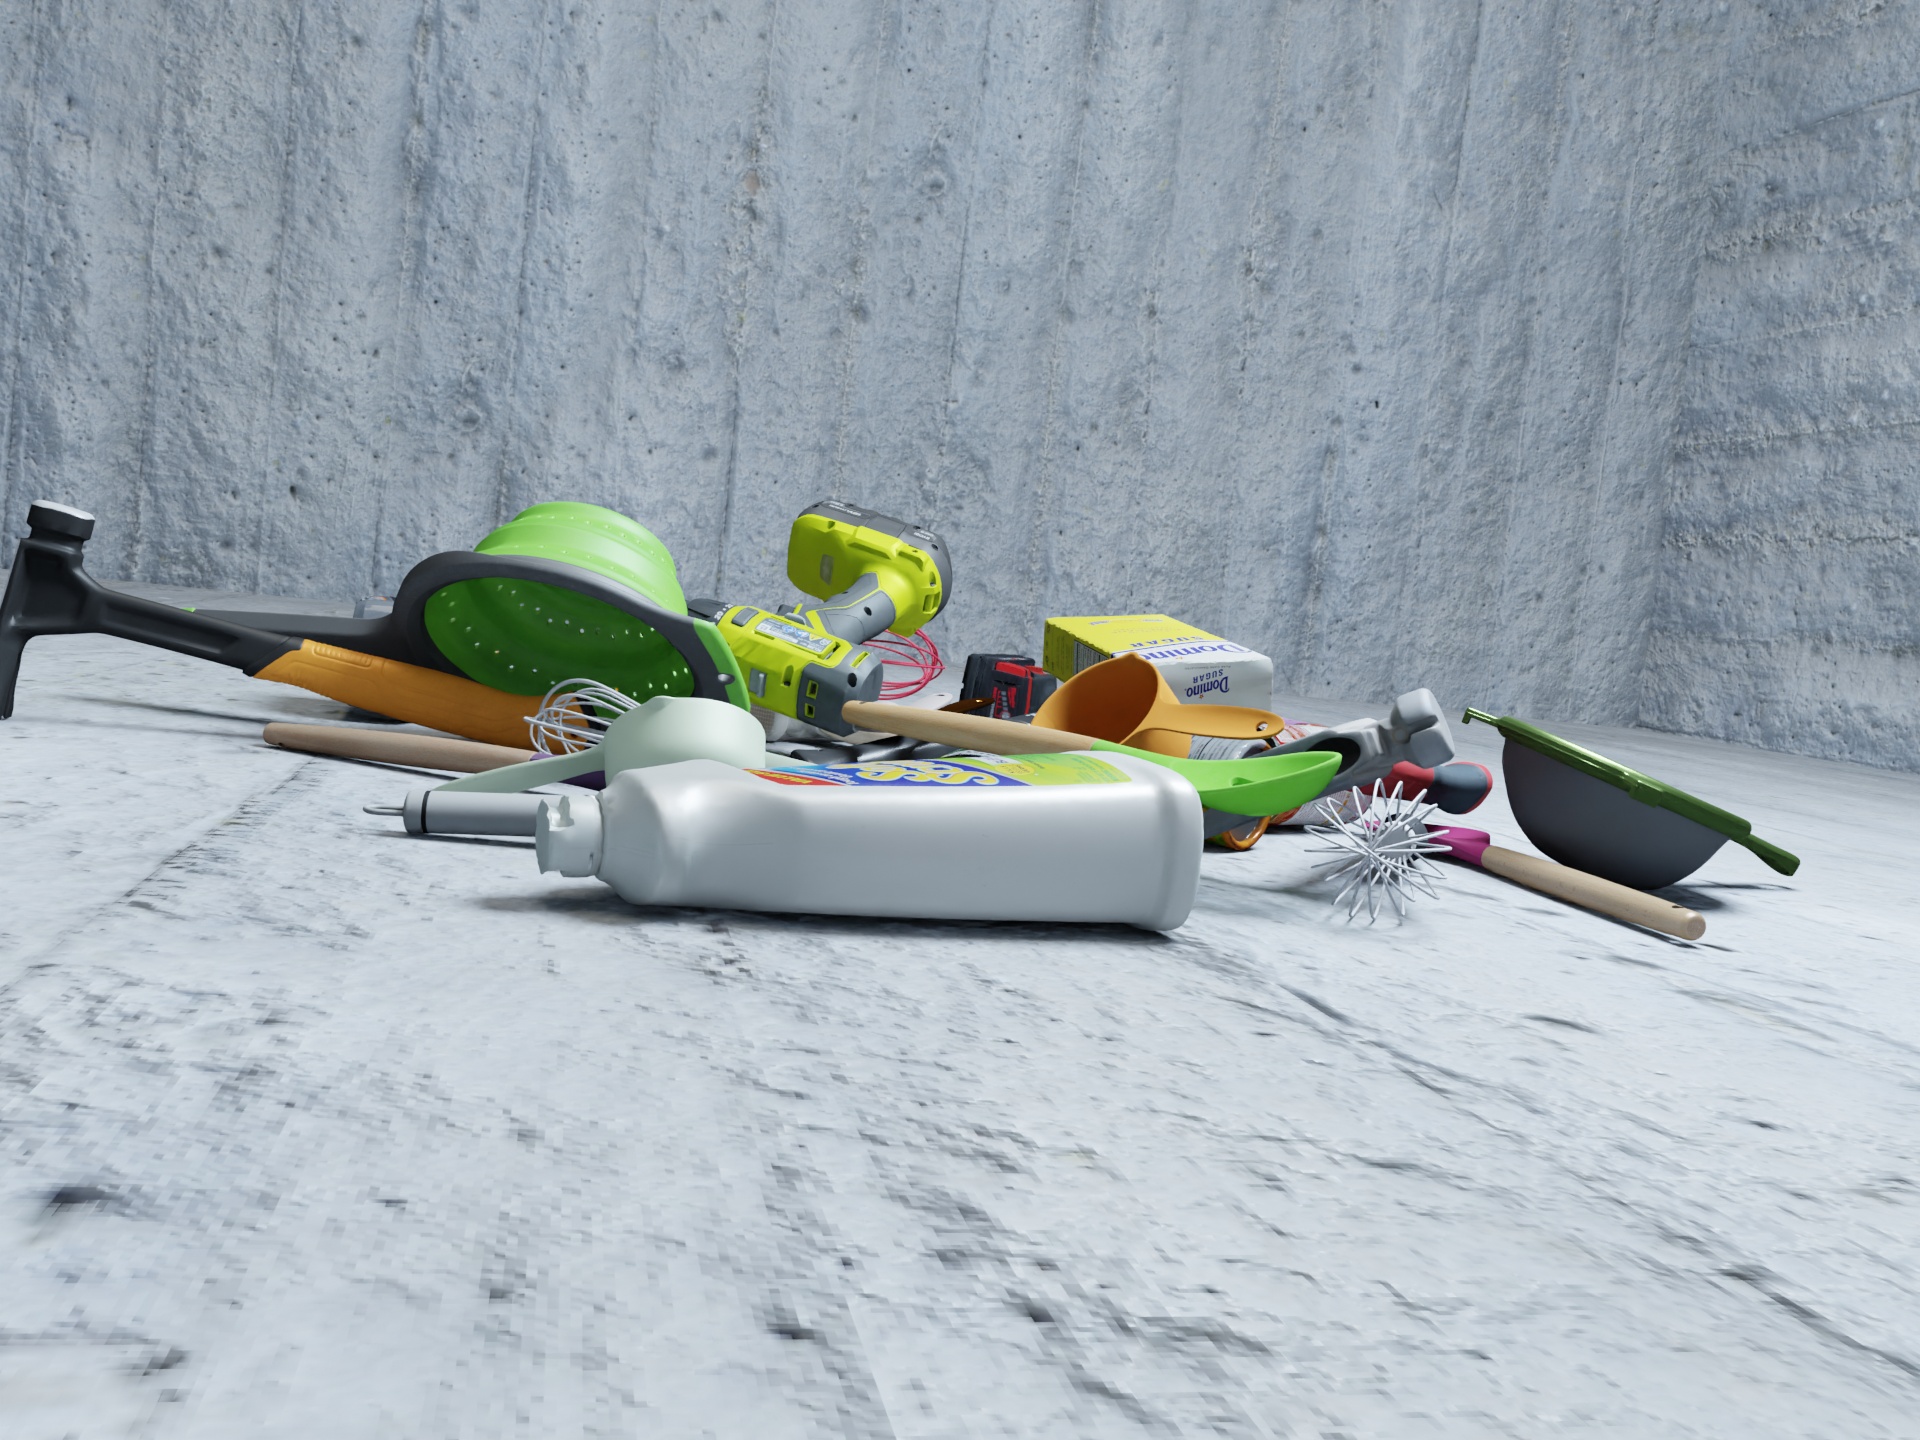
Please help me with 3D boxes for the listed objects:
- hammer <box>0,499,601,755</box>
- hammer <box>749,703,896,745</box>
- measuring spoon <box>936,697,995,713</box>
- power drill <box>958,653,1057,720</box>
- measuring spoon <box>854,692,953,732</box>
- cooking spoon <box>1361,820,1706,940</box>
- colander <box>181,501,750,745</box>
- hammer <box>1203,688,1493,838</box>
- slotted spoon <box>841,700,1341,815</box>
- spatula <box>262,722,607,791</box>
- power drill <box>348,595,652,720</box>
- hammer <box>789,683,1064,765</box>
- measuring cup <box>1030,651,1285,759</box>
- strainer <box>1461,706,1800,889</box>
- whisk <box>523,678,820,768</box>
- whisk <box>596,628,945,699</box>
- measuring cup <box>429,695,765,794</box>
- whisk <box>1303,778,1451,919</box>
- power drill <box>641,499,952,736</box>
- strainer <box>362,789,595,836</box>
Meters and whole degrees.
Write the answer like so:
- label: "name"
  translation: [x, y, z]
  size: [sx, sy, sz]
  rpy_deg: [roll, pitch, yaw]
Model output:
- label: "hammer"
  translation: [-0.384, -0.023, 0.944]
  size: [0.336, 0.127, 0.034]
  rpy_deg: [15, 0, -17]
- label: "hammer"
  translation: [0.027, 0.025, 1.150]
  size: [0.411, 0.038, 0.146]
  rpy_deg: [11, 5, 44]
- label: "measuring spoon"
  translation: [-0.002, -0.003, 0.978]
  size: [0.021, 0.011, 0.117]
  rpy_deg: [0, 8, 20]
- label: "power drill"
  translation: [0.112, -0.001, 1.373]
  size: [0.227, 0.080, 0.188]
  rpy_deg: [11, 6, 22]
- label: "measuring spoon"
  translation: [-0.031, -0.011, 0.987]
  size: [0.034, 0.018, 0.124]
  rpy_deg: [4, 12, 20]
- label: "cooking spoon"
  translation: [0.318, 0.084, 0.911]
  size: [0.068, 0.017, 0.319]
  rpy_deg: [2, 5, -12]
- label: "colander"
  translation: [-0.324, -0.077, 1.021]
  size: [0.397, 0.095, 0.204]
  rpy_deg: [4, -31, 10]
- label: "hammer"
  translation: [0.251, 0.040, 0.958]
  size: [0.143, 0.038, 0.386]
  rpy_deg: [-22, -14, 23]
- label: "slotted spoon"
  translation: [0.052, 0.014, 0.828]
  size: [0.314, 0.031, 0.070]
  rpy_deg: [9, 19, 41]
- label: "spatula"
  translation: [-0.252, 0.021, 0.859]
  size: [0.316, 0.018, 0.059]
  rpy_deg: [5, -32, 21]
- label: "power drill"
  translation: [-0.327, -0.035, 1.167]
  size: [0.226, 0.084, 0.164]
  rpy_deg: [9, 3, -18]
- label: "hammer"
  translation: [0.028, 0.011, 1.010]
  size: [0.334, 0.035, 0.146]
  rpy_deg: [-11, 17, -44]
- label: "measuring cup"
  translation: [0.115, 0.014, 0.868]
  size: [0.174, 0.095, 0.052]
  rpy_deg: [4, -40, 48]
- label: "strainer"
  translation: [0.419, 0.074, 0.962]
  size: [0.256, 0.069, 0.152]
  rpy_deg: [21, 7, -30]
- label: "whisk"
  translation: [-0.138, 0.023, 0.888]
  size: [0.246, 0.058, 0.059]
  rpy_deg: [13, -1, 20]
- label: "whisk"
  translation: [-0.151, -0.058, 1.278]
  size: [0.295, 0.073, 0.073]
  rpy_deg: [5, 4, -20]
- label: "measuring cup"
  translation: [-0.173, 0.034, 0.751]
  size: [0.167, 0.038, 0.083]
  rpy_deg: [-12, -31, 3]
- label: "whisk"
  translation: [0.225, 0.065, 0.827]
  size: [0.070, 0.070, 0.284]
  rpy_deg: [8, 0, 19]
- label: "power drill"
  translation: [-0.121, -0.085, 1.205]
  size: [0.190, 0.080, 0.228]
  rpy_deg: [20, 35, 14]
- label: "strainer"
  translation: [-0.131, 0.042, 0.702]
  size: [0.258, 0.050, 0.087]
  rpy_deg: [2, 13, -7]
